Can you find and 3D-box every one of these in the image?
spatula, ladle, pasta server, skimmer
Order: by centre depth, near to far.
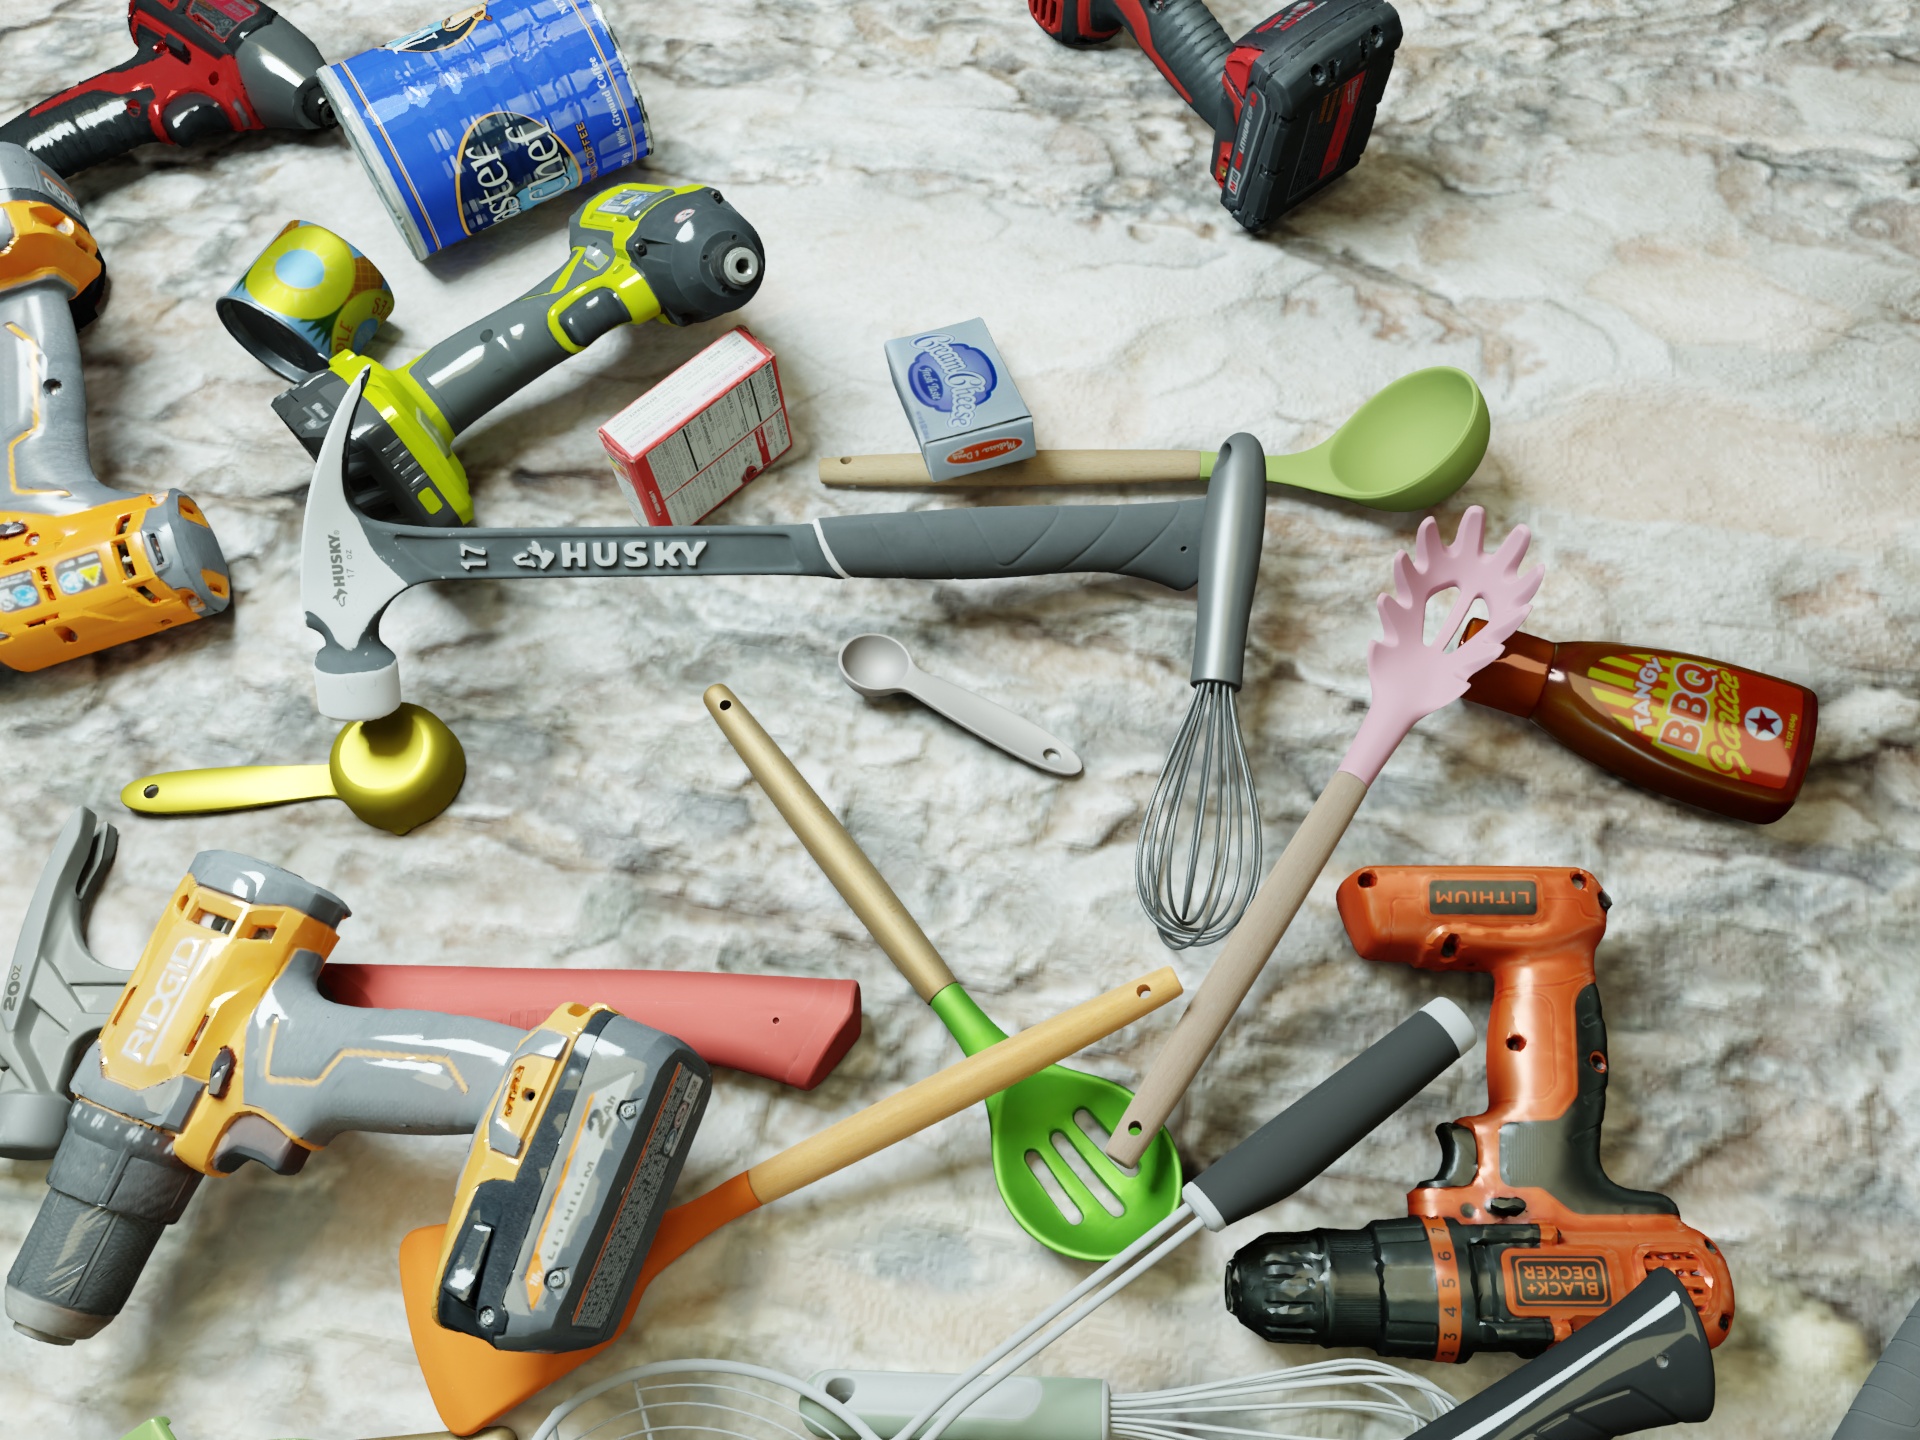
[{"bbox_3d":[0.026,0.188,0.555,0.363,0.090,0.127,-33,26,-10],"label":"skimmer"},{"bbox_3d":[-0.061,0.170,0.619,0.322,0.041,0.081,-27,65,2],"label":"spatula"},{"bbox_3d":[0.147,0.043,0.650,0.060,0.040,0.316,28,71,22],"label":"pasta server"},{"bbox_3d":[0.089,-0.132,0.765,0.320,0.062,0.078,0,47,5],"label":"ladle"}]

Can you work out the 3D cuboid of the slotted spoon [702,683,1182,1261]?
[{"bbox_3d":[-0.020,0.096,0.677,0.070,0.031,0.314,-35,66,-14],"label":"slotted spoon"}]

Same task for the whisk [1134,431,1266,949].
[{"bbox_3d":[0.112,-0.017,0.695,0.055,0.055,0.239,7,75,5],"label":"whisk"}]

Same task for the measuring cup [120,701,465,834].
[{"bbox_3d":[-0.306,0.023,0.719,0.156,0.029,0.062,-5,64,-2],"label":"measuring cup"}]

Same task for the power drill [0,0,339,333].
[{"bbox_3d":[-0.449,-0.316,0.864,0.143,0.078,0.220,35,68,16],"label":"power drill"}]

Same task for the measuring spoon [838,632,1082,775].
[{"bbox_3d":[-0.001,-0.002,0.731,0.124,0.018,0.034,28,52,7],"label":"measuring spoon"}]

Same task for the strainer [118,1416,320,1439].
[{"bbox_3d":[-0.179,0.333,0.549,0.256,0.069,0.152,8,72,-1],"label":"strainer"}]

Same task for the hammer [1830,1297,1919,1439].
[{"bbox_3d":[0.313,0.288,0.568,0.128,0.033,0.331,38,72,19],"label":"hammer"}]

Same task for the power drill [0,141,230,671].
[{"bbox_3d":[-0.459,-0.133,0.741,0.164,0.084,0.226,-19,91,-7],"label":"power drill"}]

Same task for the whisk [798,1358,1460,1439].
[{"bbox_3d":[0.061,0.256,0.587,0.246,0.059,0.058,-1,33,7],"label":"whisk"}]

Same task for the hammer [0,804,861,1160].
[{"bbox_3d":[-0.221,0.112,0.672,0.359,0.036,0.149,1,65,3],"label":"hammer"}]

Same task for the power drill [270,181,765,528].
[{"bbox_3d":[-0.201,-0.176,0.752,0.223,0.080,0.171,-40,34,-13],"label":"power drill"}]

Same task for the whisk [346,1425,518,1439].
[{"bbox_3d":[-0.289,0.287,0.588,0.245,0.047,0.051,-4,63,-3],"label":"whisk"}]

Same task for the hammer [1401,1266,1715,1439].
[{"bbox_3d":[0.103,0.284,0.533,0.335,0.035,0.146,-33,73,1],"label":"hammer"}]

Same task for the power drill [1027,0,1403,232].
[{"bbox_3d":[0.117,-0.385,0.815,0.080,0.187,0.227,-36,72,-13],"label":"power drill"}]

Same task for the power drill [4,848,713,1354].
[{"bbox_3d":[-0.229,0.163,0.589,0.226,0.084,0.185,16,70,13],"label":"power drill"}]

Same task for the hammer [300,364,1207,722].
[{"bbox_3d":[-0.077,-0.081,0.706,0.409,0.149,0.036,-3,23,-12],"label":"hammer"}]
